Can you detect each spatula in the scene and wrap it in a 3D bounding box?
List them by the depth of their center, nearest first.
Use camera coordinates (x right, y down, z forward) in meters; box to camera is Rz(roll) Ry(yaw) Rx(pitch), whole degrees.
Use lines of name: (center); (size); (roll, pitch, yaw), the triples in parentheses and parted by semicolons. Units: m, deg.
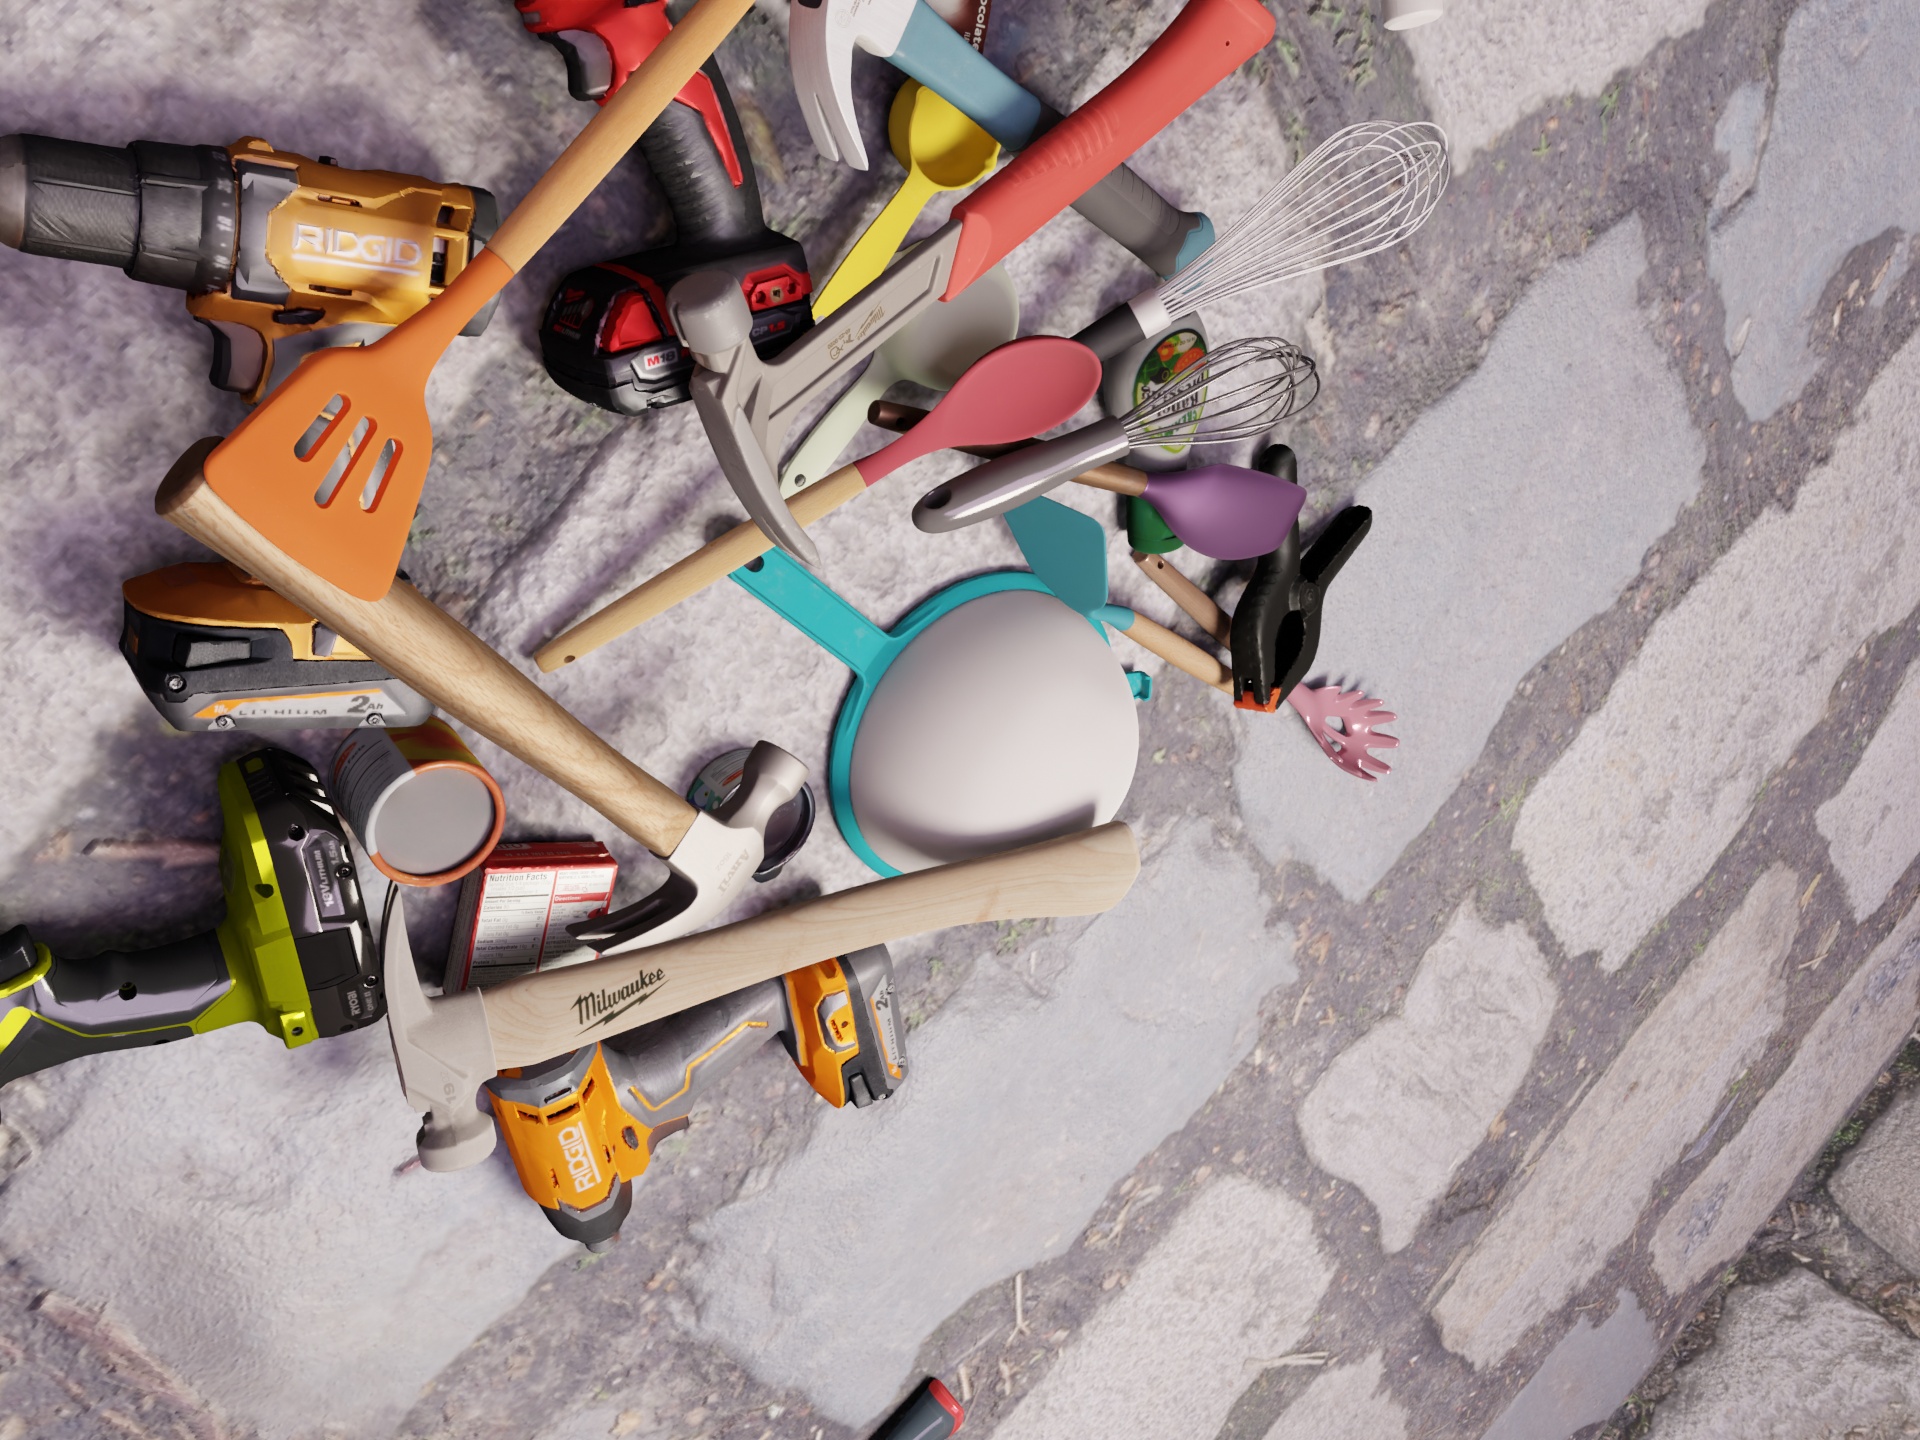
spatula: (-0.157, -0.193, 0.610); (0.322, 0.041, 0.080); (-53, 132, -9)
spatula: (0.081, -0.136, 0.894); (0.315, 0.018, 0.059); (8, 118, -37)
spatula: (0.119, -0.064, 0.979); (0.317, 0.082, 0.044); (23, 93, -54)

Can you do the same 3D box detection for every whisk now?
whisk: (0.084, -0.148, 0.842); (0.239, 0.055, 0.055); (-23, 127, -10)
whisk: (0.130, -0.234, 0.850); (0.284, 0.070, 0.070); (-28, 133, 10)

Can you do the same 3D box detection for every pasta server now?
pasta server: (0.214, -0.039, 1.091); (0.315, 0.040, 0.060); (34, 71, -42)

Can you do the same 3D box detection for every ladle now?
ladle: (-0.072, -0.107, 0.790); (0.315, 0.031, 0.069); (-31, 148, -4)

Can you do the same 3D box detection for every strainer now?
strainer: (-0.001, -0.003, 0.901); (0.211, 0.095, 0.340); (-54, 135, -1)

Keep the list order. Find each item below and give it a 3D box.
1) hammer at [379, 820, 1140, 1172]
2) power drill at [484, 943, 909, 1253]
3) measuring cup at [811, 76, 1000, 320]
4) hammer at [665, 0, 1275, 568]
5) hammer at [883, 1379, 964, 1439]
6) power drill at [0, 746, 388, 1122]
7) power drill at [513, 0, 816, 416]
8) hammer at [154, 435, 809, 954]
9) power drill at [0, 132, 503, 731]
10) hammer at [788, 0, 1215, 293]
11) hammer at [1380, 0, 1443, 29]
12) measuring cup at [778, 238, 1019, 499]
hammer: (-0.089, 0.106, 0.840); (0.410, 0.038, 0.146); (-13, 105, -23)
power drill: (-0.147, 0.209, 0.917); (0.226, 0.084, 0.164); (-22, 126, -22)
measuring cup: (-0.038, -0.252, 0.785); (0.062, 0.029, 0.156); (30, 98, -46)
hammer: (0.023, -0.230, 0.744); (0.359, 0.037, 0.149); (-43, 142, -20)
hammer: (-0.149, 0.643, 1.181); (0.386, 0.038, 0.143); (-45, 131, -9)
power drill: (-0.376, 0.099, 0.678); (0.223, 0.080, 0.171); (-17, 123, -27)
power drill: (-0.141, -0.250, 0.672); (0.143, 0.079, 0.219); (-24, 123, -28)
hammer: (-0.194, -0.003, 0.676); (0.130, 0.031, 0.331); (-58, 137, -13)
power drill: (-0.285, -0.113, 0.630); (0.185, 0.084, 0.226); (-1, 110, -38)
hammer: (0.038, -0.287, 0.779); (0.330, 0.033, 0.128); (14, 105, -53)
hammer: (0.124, -0.413, 0.757); (0.334, 0.035, 0.146); (-18, 104, -39)
measuring cup: (-0.033, -0.174, 0.821); (0.167, 0.038, 0.083); (-51, 134, -5)
